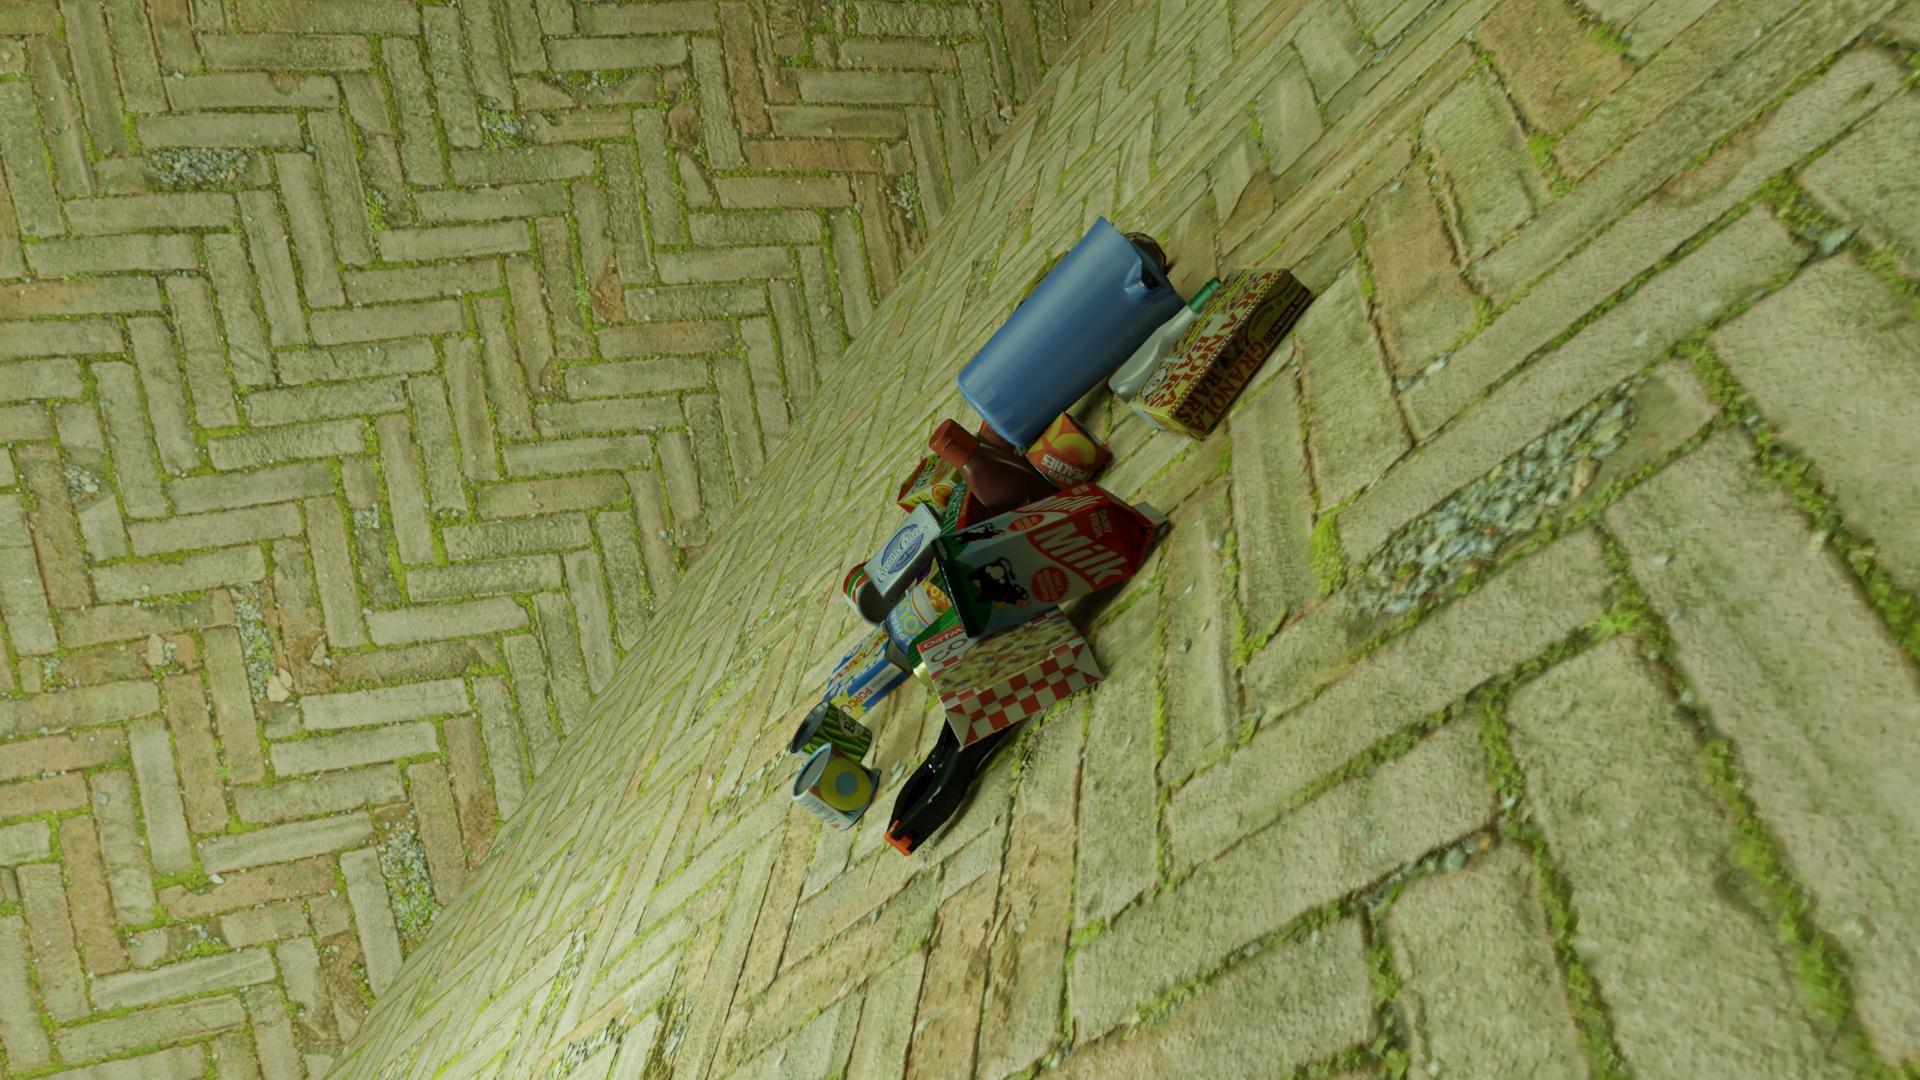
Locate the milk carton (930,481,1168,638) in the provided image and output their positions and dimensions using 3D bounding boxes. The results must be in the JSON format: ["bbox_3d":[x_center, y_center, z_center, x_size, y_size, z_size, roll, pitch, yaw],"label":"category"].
[{"bbox_3d":[0.078,0.008,1.176,0.191,0.073,0.072,-21,17,-4],"label":"milk carton"}]

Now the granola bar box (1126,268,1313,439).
[{"bbox_3d":[0.234,-0.171,1.266,0.165,0.039,0.124,-52,15,1],"label":"granola bar box"}]

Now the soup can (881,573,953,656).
[{"bbox_3d":[-0.028,0.073,1.415,0.083,0.071,0.072,-45,18,26],"label":"soup can"}]

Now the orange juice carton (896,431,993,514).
[{"bbox_3d":[-0.012,-0.061,1.656,0.073,0.072,0.192,-59,17,-23],"label":"orange juice carton"}]

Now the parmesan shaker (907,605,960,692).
[{"bbox_3d":[0.004,0.089,1.289,0.102,0.071,0.072,-42,19,33],"label":"parmesan shaker"}]

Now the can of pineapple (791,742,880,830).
[{"bbox_3d":[-0.121,0.237,1.348,0.071,0.058,0.071,-47,16,19],"label":"can of pineapple"}]

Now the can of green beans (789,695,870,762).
[{"bbox_3d":[-0.135,0.209,1.446,0.071,0.058,0.071,-47,16,19],"label":"can of green beans"}]

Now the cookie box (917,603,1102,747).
[{"bbox_3d":[0.036,0.100,1.150,0.123,0.040,0.168,-26,16,-3],"label":"cookie box"}]

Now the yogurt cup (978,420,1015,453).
[{"bbox_3d":[0.054,-0.127,1.633,0.054,0.072,0.072,-59,15,8],"label":"yogurt cup"}]

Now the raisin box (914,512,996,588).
[{"bbox_3d":[0.001,0.032,1.481,0.123,0.040,0.086,-44,18,25],"label":"raisin box"}]

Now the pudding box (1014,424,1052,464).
[{"bbox_3d":[0.087,-0.108,1.559,0.049,0.030,0.084,-43,19,27],"label":"pudding box"}]

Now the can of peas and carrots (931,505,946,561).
[{"bbox_3d":[-0.028,0.001,1.575,0.059,0.071,0.071,-57,16,-12],"label":"can of peas and carrots"}]

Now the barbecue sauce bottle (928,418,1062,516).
[{"bbox_3d":[0.036,-0.064,1.389,0.064,0.148,0.044,-48,17,17],"label":"barbecue sauce bottle"}]

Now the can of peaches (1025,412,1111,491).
[{"bbox_3d":[0.108,-0.086,1.383,0.058,0.071,0.071,-48,16,12],"label":"can of peaches"}]

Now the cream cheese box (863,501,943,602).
[{"bbox_3d":[-0.058,0.013,1.527,0.103,0.024,0.053,-48,48,12],"label":"cream cheese box"}]

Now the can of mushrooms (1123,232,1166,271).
[{"bbox_3d":[0.208,-0.325,1.624,0.071,0.071,0.033,-48,16,16],"label":"can of mushrooms"}]

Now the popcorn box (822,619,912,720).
[{"bbox_3d":[-0.097,0.140,1.525,0.126,0.038,0.085,-41,20,33],"label":"popcorn box"}]

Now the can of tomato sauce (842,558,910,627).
[{"bbox_3d":[-0.098,0.062,1.644,0.071,0.071,0.083,-54,17,-3],"label":"can of tomato sauce"}]

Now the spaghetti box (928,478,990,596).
[{"bbox_3d":[0.005,-0.018,1.435,0.050,0.028,0.251,-47,12,21],"label":"spaghetti box"}]

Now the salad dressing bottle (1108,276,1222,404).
[{"bbox_3d":[0.212,-0.194,1.372,0.147,0.044,0.064,-46,15,17],"label":"salad dressing bottle"}]
